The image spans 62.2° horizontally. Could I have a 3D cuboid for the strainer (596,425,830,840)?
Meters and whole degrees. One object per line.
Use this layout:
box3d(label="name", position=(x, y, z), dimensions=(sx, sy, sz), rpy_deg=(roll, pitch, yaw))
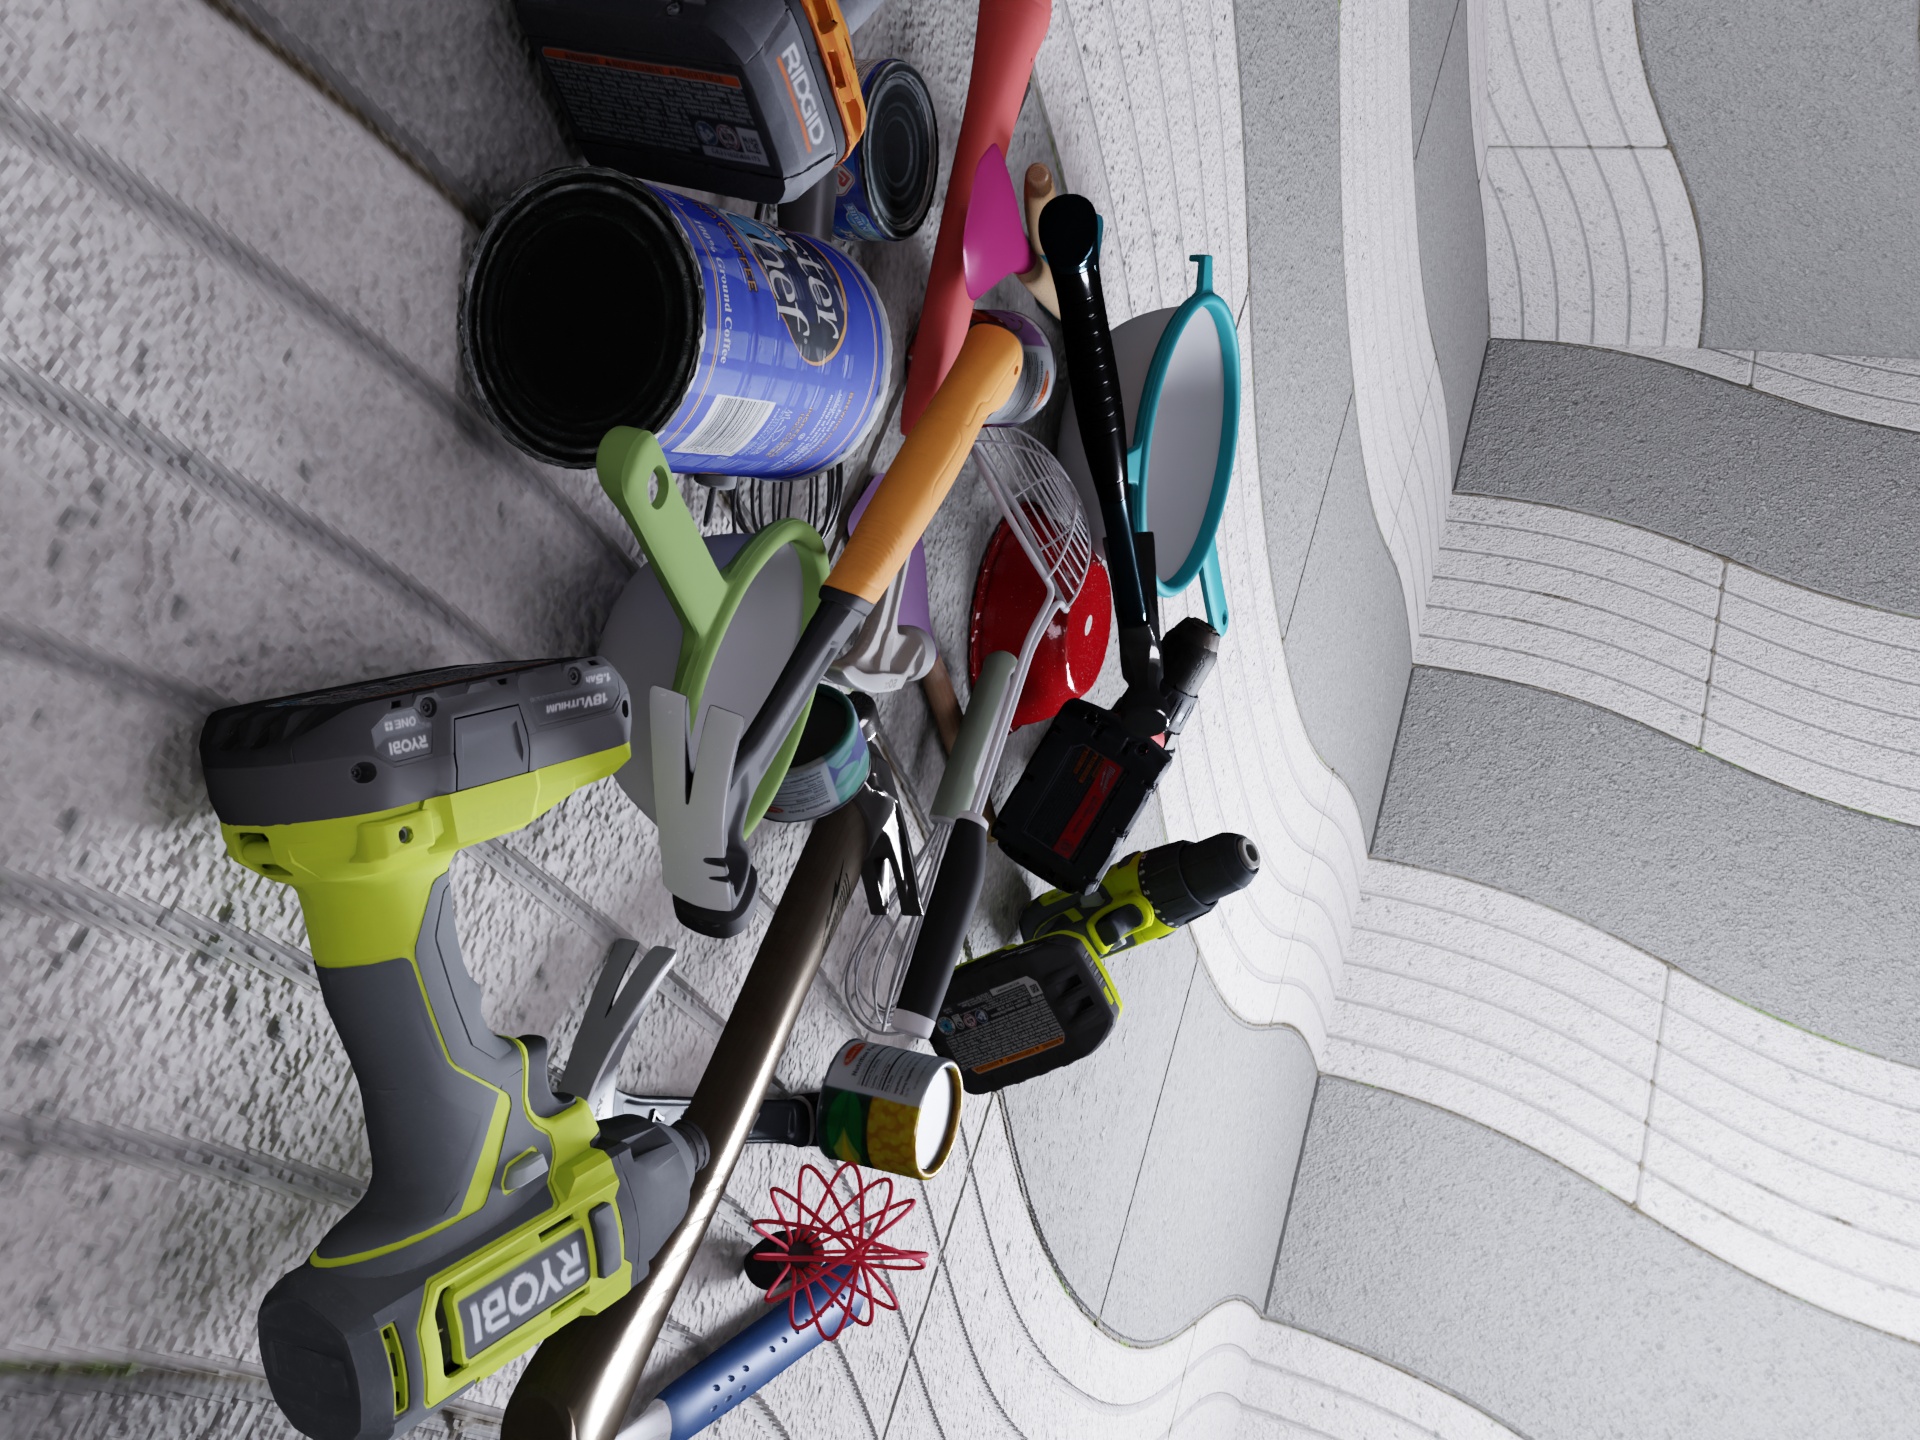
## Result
box3d(label="strainer", position=(-0.117, -0.040, 0.613), dimensions=(0.256, 0.069, 0.151), rpy_deg=(78, 31, -65))

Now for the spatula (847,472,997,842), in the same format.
box3d(label="spatula", position=(-0.013, -0.024, 0.965), dimensions=(0.060, 0.018, 0.315), rpy_deg=(-60, 149, -31))

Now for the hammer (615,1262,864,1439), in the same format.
box3d(label="hammer", position=(-0.152, 0.345, 0.756), dimensions=(0.405, 0.035, 0.144), rpy_deg=(0, 98, -67))

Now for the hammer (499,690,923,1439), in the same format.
box3d(label="hammer", position=(-0.094, 0.159, 0.719), dimensions=(0.411, 0.038, 0.146), rpy_deg=(-67, 151, -52))

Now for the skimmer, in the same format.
box3d(label="skimmer", position=(-0.001, -0.003, 0.910), dimensions=(0.127, 0.090, 0.363), rpy_deg=(49, 54, -58))

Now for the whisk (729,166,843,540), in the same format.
box3d(label="whisk", position=(-0.076, -0.184, 0.730), dimensions=(0.055, 0.055, 0.239), rpy_deg=(0, 93, -67))

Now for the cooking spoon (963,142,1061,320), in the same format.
box3d(label="cooking spoon", position=(0.037, -0.240, 0.842), dimensions=(0.319, 0.017, 0.068), rpy_deg=(-27, 128, -77))

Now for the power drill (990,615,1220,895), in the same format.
box3d(label="power drill", position=(0.114, 0.018, 1.117), dimensions=(0.188, 0.080, 0.226), rpy_deg=(-60, 170, 15))

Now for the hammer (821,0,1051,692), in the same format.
box3d(label="hammer", position=(-0.013, -0.191, 0.802), dimensions=(0.149, 0.037, 0.359), rpy_deg=(-7, 110, -74))

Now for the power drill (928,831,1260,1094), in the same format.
box3d(label="power drill", position=(0.091, 0.151, 1.076), dimensions=(0.228, 0.190, 0.080), rpy_deg=(-32, 93, -55))

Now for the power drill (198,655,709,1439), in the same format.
box3d(label="power drill", position=(-0.157, 0.095, 0.529), dimensions=(0.171, 0.080, 0.223), rpy_deg=(-18, 104, -56))

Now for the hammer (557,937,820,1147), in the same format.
box3d(label="hammer", position=(-0.094, 0.207, 0.844), dimensions=(0.408, 0.036, 0.149), rpy_deg=(32, 68, -66))

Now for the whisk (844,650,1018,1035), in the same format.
box3d(label="whisk", position=(-0.009, 0.069, 0.949), dimensions=(0.057, 0.059, 0.246), rpy_deg=(71, 36, -68))

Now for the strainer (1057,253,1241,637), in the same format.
box3d(label="strainer", position=(0.138, -0.166, 1.174), dimensions=(0.340, 0.095, 0.211), rpy_deg=(64, 43, -57))

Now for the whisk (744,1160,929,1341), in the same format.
box3d(label="whisk", position=(-0.073, 0.248, 0.740), dimensions=(0.295, 0.073, 0.073), rpy_deg=(125, -14, -66))

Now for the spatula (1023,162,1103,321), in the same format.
box3d(label="spatula", position=(0.060, -0.288, 0.942), dimensions=(0.317, 0.044, 0.082), rpy_deg=(-58, 158, -82))

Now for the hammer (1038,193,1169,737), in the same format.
box3d(label="hammer", position=(0.086, -0.143, 0.911), dimensions=(0.330, 0.033, 0.128), rpy_deg=(73, 14, -47))

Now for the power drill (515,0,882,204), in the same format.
box3d(label="power drill", position=(-0.061, -0.301, 0.607), dimensions=(0.226, 0.164, 0.084), rpy_deg=(-54, 147, -25))

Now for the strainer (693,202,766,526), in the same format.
box3d(label="strainer", position=(-0.090, -0.211, 0.689), dimensions=(0.087, 0.050, 0.258), rpy_deg=(-148, -113, -67))

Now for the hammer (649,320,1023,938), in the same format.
box3d(label="hammer", position=(-0.039, -0.073, 0.672), dimensions=(0.127, 0.034, 0.337), rpy_deg=(96, 15, -49))
